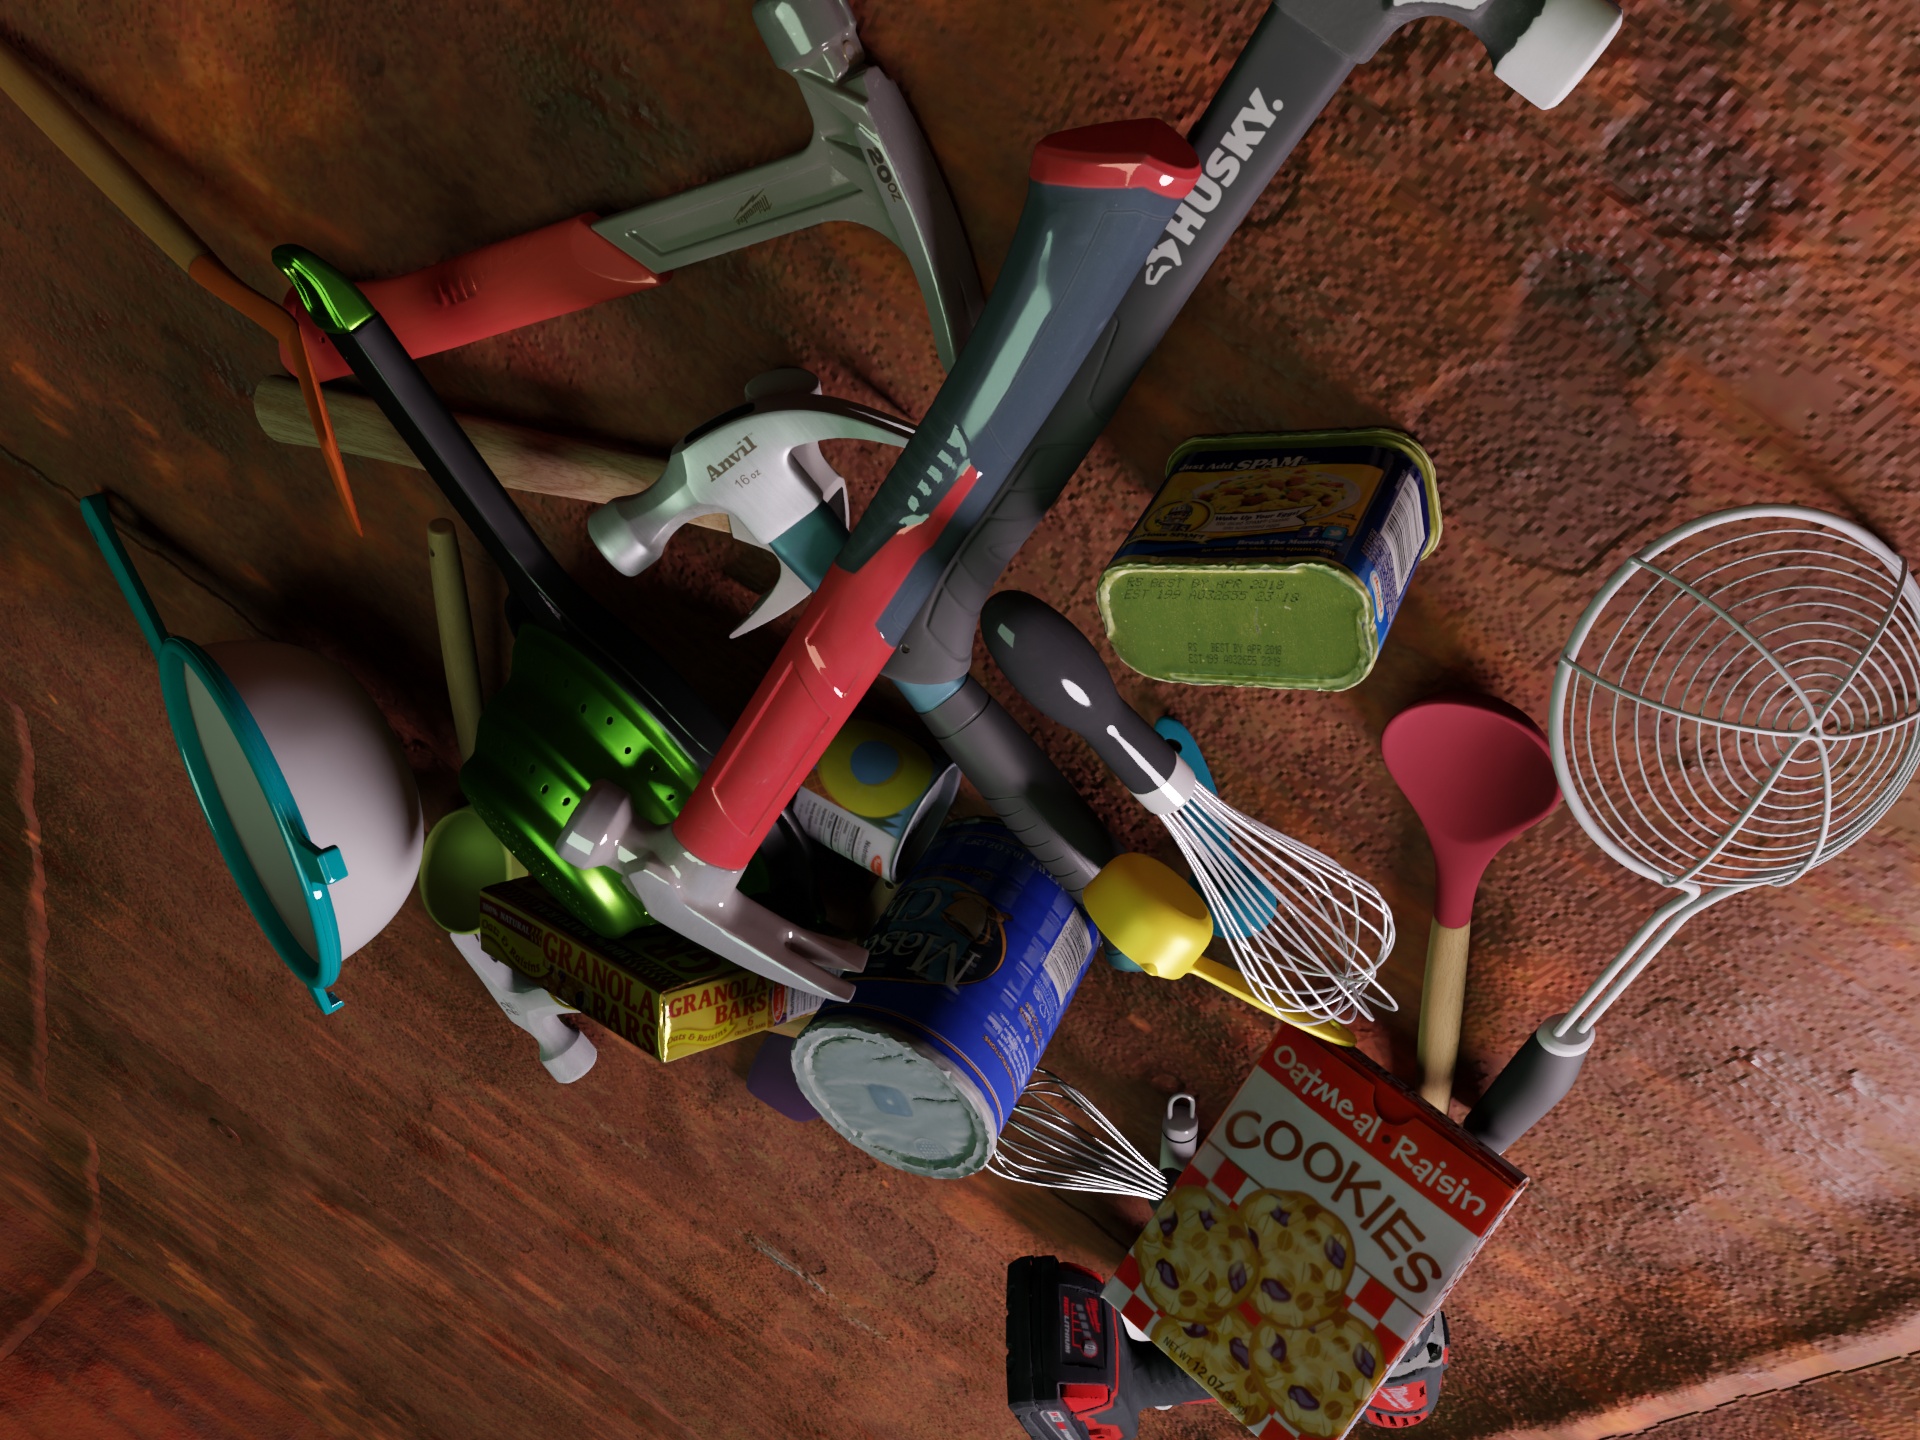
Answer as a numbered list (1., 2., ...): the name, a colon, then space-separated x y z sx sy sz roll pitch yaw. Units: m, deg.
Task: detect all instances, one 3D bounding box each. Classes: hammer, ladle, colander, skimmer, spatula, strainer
1. hammer: -0.160 -0.179 0.660 0.359 0.037 0.149 -4 125 35
2. ladle: 0.210 0.102 0.684 0.069 0.031 0.315 16 137 26
3. colander: -0.205 -0.021 0.720 0.205 0.094 0.396 22 150 49
4. skimmer: 0.250 0.070 0.618 0.127 0.090 0.363 -1 145 -3
5. spatula: -0.074 0.166 0.934 0.060 0.018 0.315 31 139 4
6. strainer: -0.401 -0.011 0.925 0.341 0.095 0.211 55 146 17
7. strainer: 0.122 0.301 0.914 0.087 0.050 0.258 1 125 4
8. spatula: -0.365 -0.217 0.717 0.323 0.041 0.081 44 158 7
9. ladle: -0.282 0.013 0.884 0.078 0.062 0.320 44 146 24
10. hammer: -0.167 0.164 0.961 0.405 0.035 0.144 -10 120 43
11. hammer: 0.045 -0.131 0.533 0.146 0.035 0.334 36 129 -1
12. hammer: -0.200 -0.120 0.744 0.331 0.031 0.129 14 134 23
13. hammer: -0.020 -0.036 0.576 0.143 0.038 0.386 31 128 -8
14. hammer: -0.001 -0.002 0.687 0.128 0.033 0.330 -36 116 9

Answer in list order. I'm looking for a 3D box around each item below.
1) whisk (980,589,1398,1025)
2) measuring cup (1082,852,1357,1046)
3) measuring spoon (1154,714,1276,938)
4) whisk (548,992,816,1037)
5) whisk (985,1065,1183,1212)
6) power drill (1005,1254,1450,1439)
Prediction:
1. whisk: 0.092 0.040 0.610 0.070 0.070 0.284 -10 139 39
2. measuring cup: 0.124 0.104 0.703 0.156 0.062 0.029 28 111 -20
3. measuring spoon: 0.106 0.053 0.707 0.042 0.021 0.128 -1 129 34
4. whisk: -0.134 0.154 0.867 0.245 0.047 0.051 8 120 30
5. whisk: 0.101 0.242 0.830 0.246 0.058 0.059 31 160 -23
6. power drill: 0.139 0.322 0.834 0.226 0.080 0.187 -9 139 11
